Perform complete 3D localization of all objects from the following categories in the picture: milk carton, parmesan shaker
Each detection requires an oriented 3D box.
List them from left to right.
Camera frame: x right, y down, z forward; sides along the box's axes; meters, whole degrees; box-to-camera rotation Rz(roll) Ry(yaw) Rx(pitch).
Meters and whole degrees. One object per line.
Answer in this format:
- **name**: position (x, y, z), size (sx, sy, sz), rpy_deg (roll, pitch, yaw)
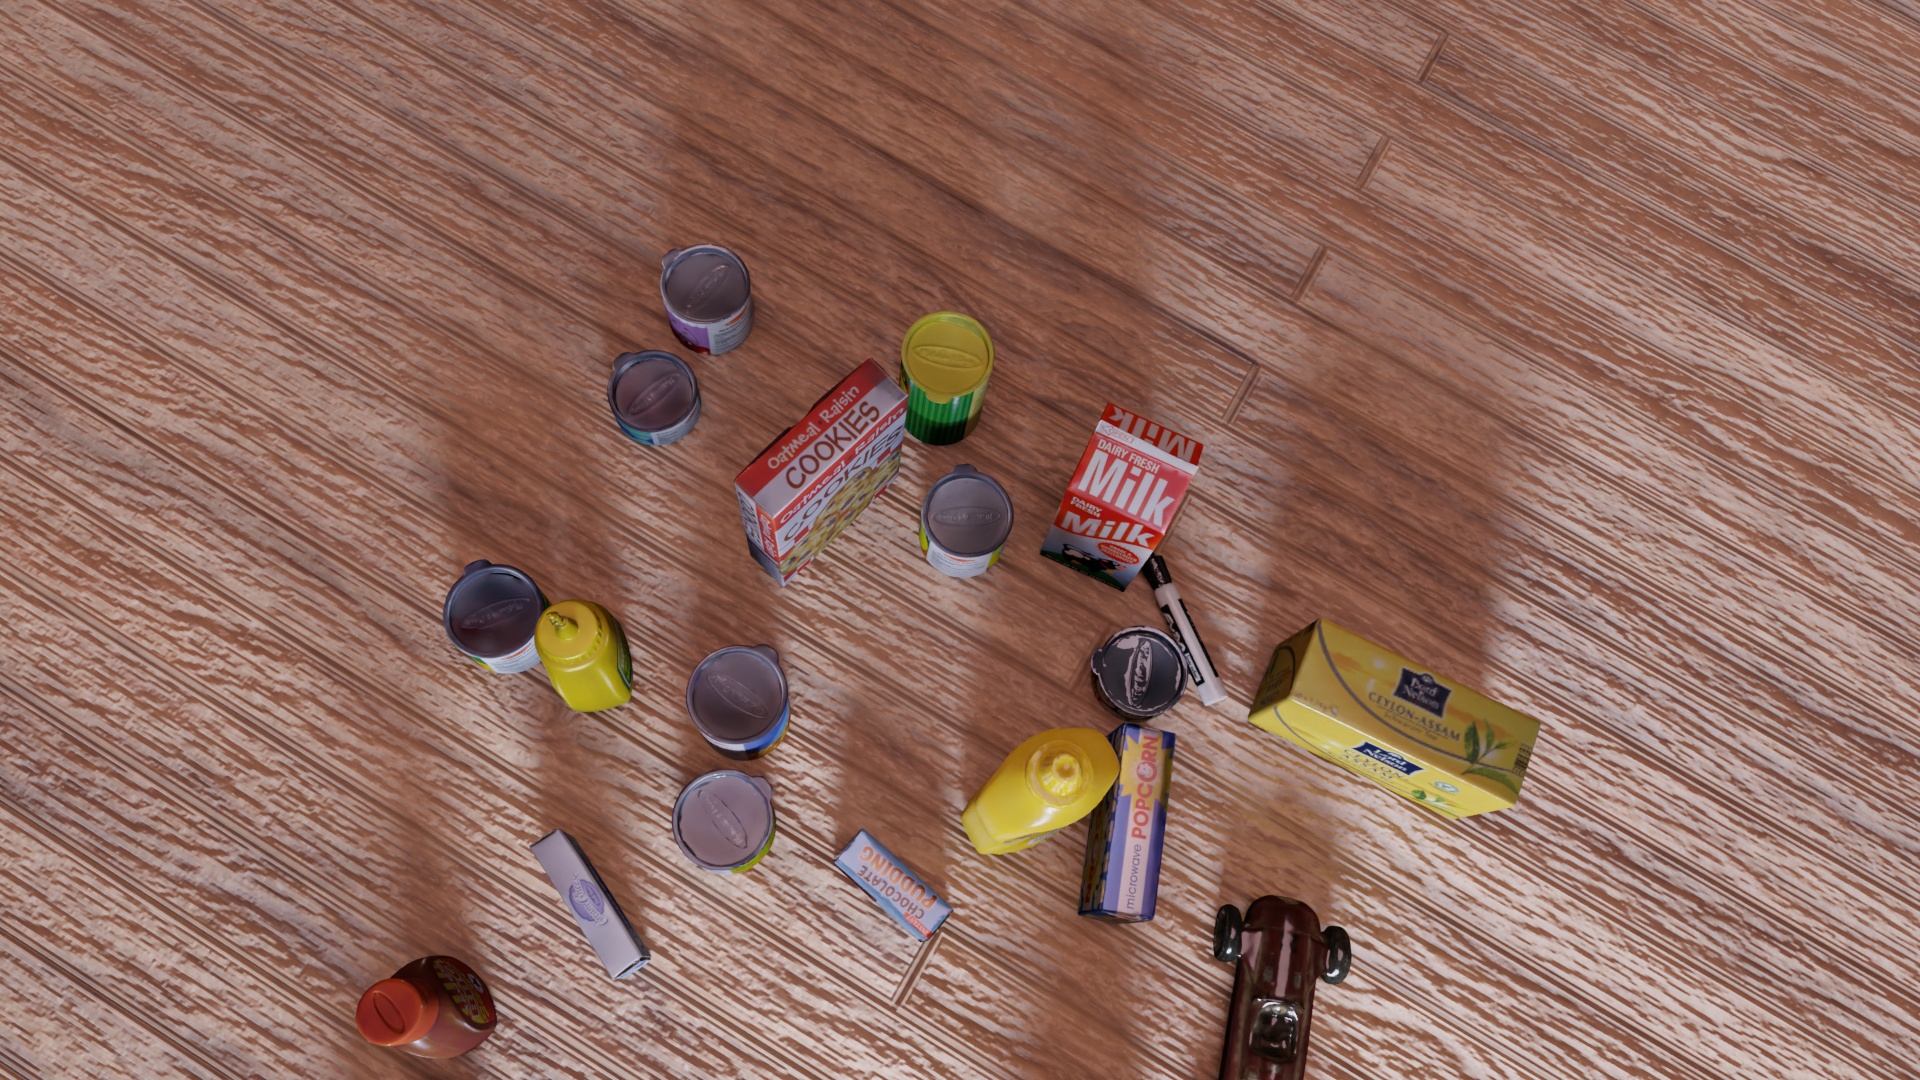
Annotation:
- **parmesan shaker**: position (-0.014, -0.115, 1.023), size (0.071, 0.102, 0.071), rpy_deg (1, 73, -4)
- **milk carton**: position (0.112, -0.033, 0.962), size (0.072, 0.190, 0.073), rpy_deg (25, 73, 3)

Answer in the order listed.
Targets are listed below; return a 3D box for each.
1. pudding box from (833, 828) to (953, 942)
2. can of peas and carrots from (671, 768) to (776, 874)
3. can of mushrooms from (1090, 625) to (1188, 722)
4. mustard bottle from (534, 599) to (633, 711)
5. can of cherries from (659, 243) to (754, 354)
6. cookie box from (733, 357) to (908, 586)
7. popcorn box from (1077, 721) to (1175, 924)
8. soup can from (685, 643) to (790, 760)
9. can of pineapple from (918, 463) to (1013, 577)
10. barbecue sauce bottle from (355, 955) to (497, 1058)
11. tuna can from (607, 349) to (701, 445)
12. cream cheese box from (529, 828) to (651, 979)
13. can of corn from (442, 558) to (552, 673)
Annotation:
- **pudding box**: position (-0.046, 0.234, 0.939), size (0.084, 0.049, 0.030), rpy_deg (40, 74, 7)
- **can of peas and carrots**: position (-0.157, 0.189, 0.939), size (0.071, 0.058, 0.071), rpy_deg (1, 73, -4)
- **can of mushrooms**: position (0.127, 0.096, 1.005), size (0.071, 0.033, 0.071), rpy_deg (1, 73, -5)
- **mustard bottle**: position (-0.249, 0.071, 0.914), size (0.049, 0.159, 0.065), rpy_deg (-10, 74, -8)
- **can of cherries**: position (-0.192, -0.184, 1.052), size (0.071, 0.058, 0.071), rpy_deg (1, 73, -4)
- **cookie box**: position (-0.095, -0.043, 0.960), size (0.040, 0.167, 0.123), rpy_deg (43, 74, 8)
- **popcorn box**: position (0.112, 0.195, 0.947), size (0.038, 0.085, 0.127), rpy_deg (10, 72, -2)
- **soup can**: position (-0.148, 0.111, 0.951), size (0.071, 0.083, 0.071), rpy_deg (1, 73, -4)
- **can of pineapple**: position (0.004, -0.013, 1.016), size (0.071, 0.057, 0.071), rpy_deg (1, 73, -4)
- **barbecue sauce bottle**: position (-0.327, 0.285, 0.847), size (0.044, 0.148, 0.065), rpy_deg (-37, 80, -14)
- **tuna can**: position (-0.230, -0.108, 1.038), size (0.071, 0.032, 0.071), rpy_deg (1, 73, -5)
- **cream cheese box**: position (-0.243, 0.240, 0.918), size (0.024, 0.053, 0.104), rpy_deg (-34, 79, -13)
- **can of corn**: position (-0.319, 0.053, 0.967), size (0.071, 0.058, 0.071), rpy_deg (1, 73, -4)
